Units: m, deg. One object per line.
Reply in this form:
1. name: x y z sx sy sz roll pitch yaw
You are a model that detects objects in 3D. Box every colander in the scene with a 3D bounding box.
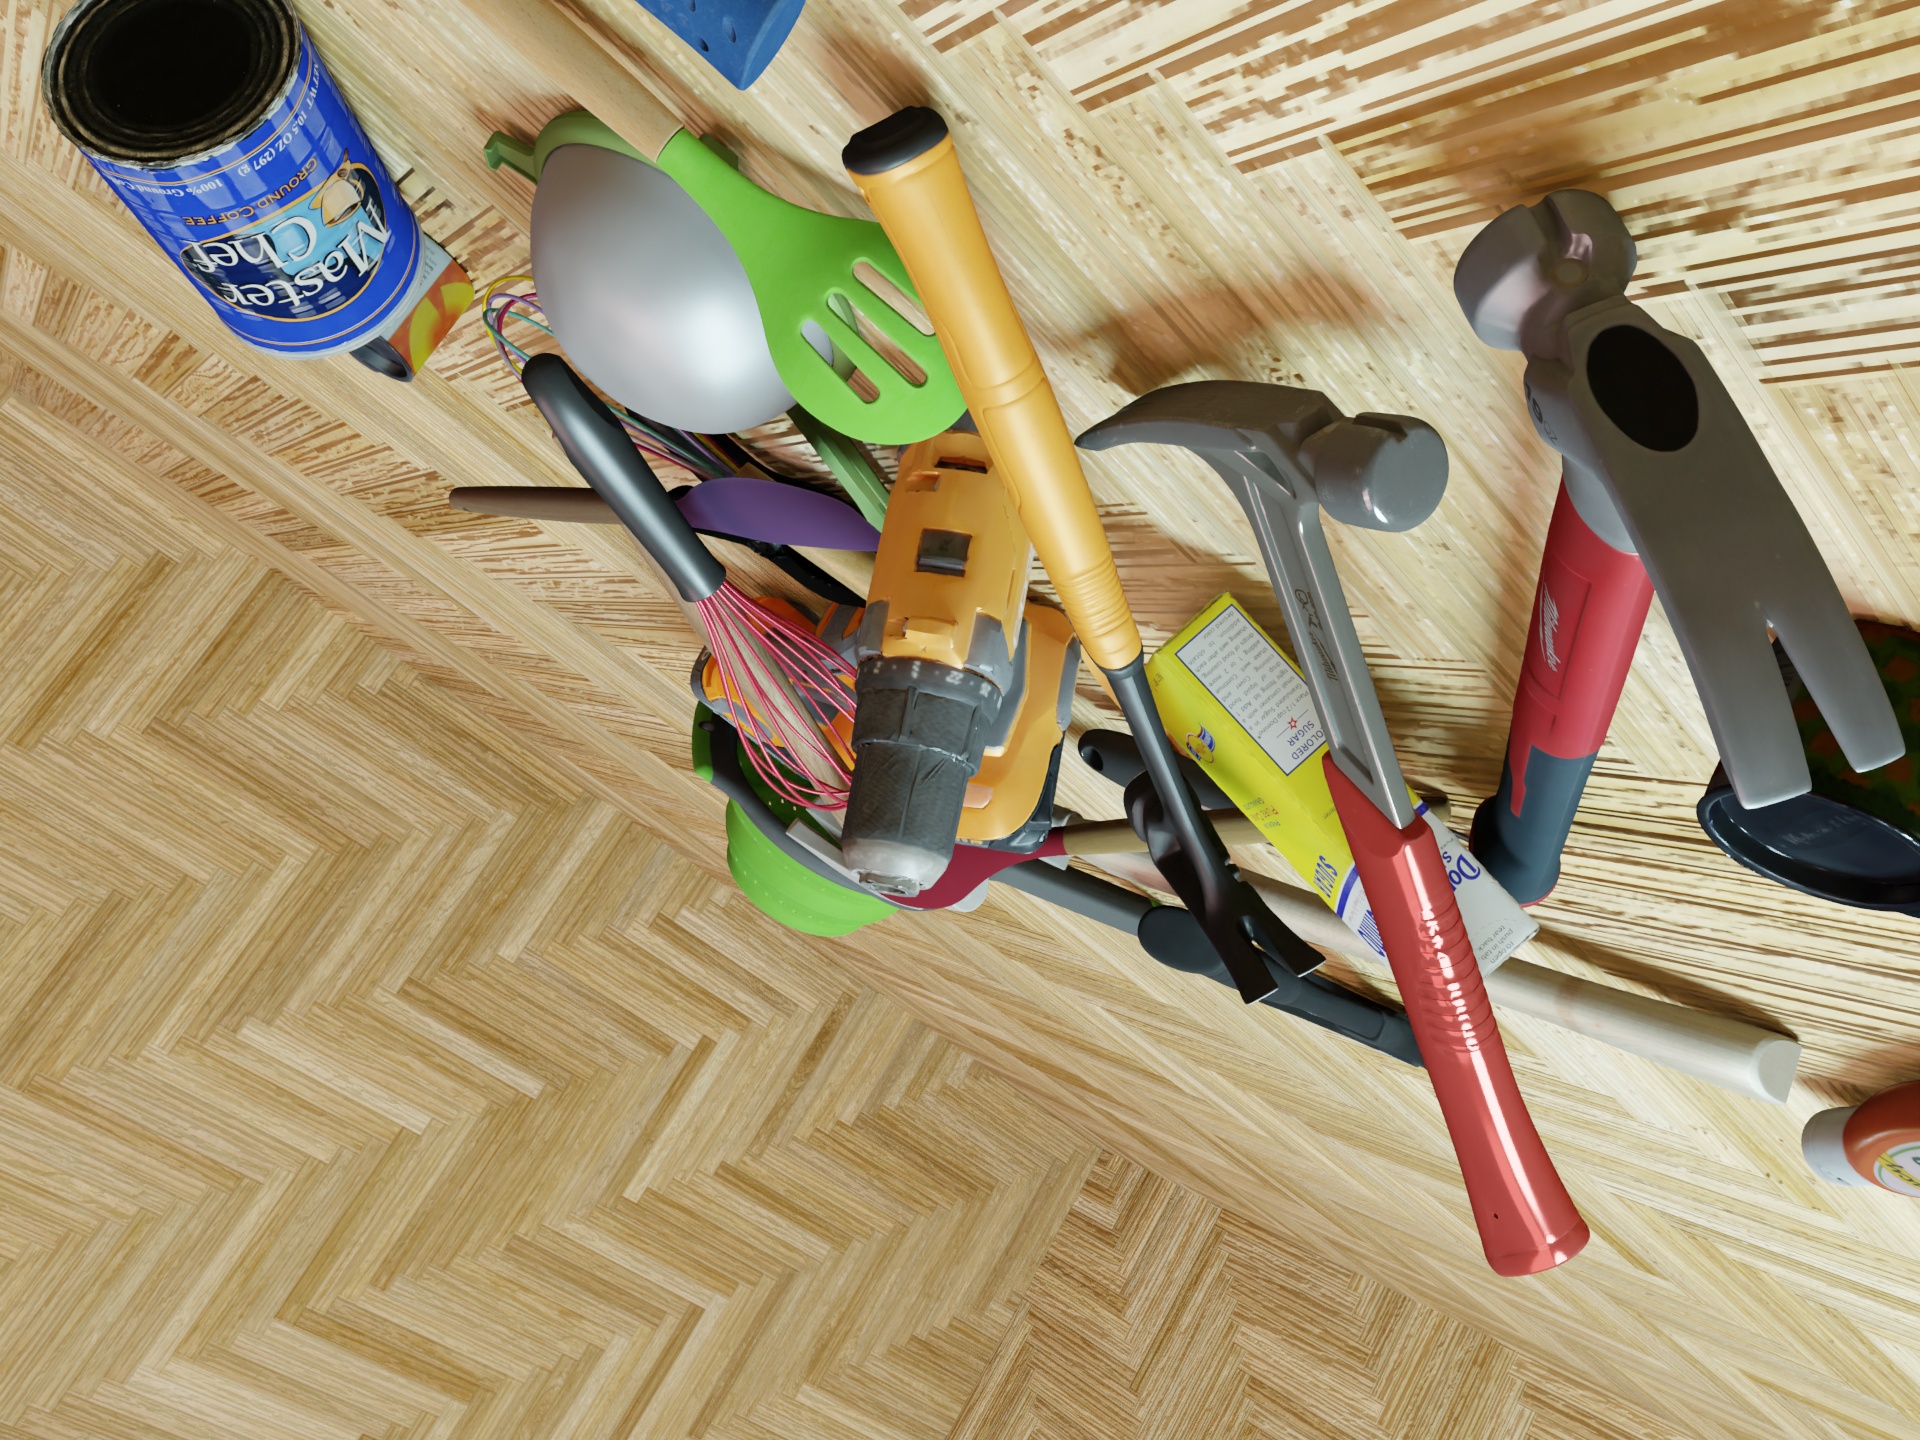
1. colander: -0.023 0.111 1.119 0.396 0.094 0.205 24 -154 -19

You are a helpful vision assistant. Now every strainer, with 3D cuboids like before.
1. strainer: -0.095 -0.132 0.664 0.152 0.069 0.256 19 159 40

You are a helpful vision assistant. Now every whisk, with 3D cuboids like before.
1. whisk: 0.156 0.049 0.776 0.239 0.055 0.055 23 163 32
2. whisk: -0.107 -0.049 0.723 0.073 0.073 0.295 18 152 42
3. whisk: -0.123 -0.128 0.750 0.245 0.047 0.051 35 -170 -4

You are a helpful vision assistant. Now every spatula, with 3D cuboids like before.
1. spatula: -0.157 -0.103 0.766 0.316 0.018 0.059 9 160 41

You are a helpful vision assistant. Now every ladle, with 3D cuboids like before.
1. ladle: 0.077 0.057 0.776 0.315 0.031 0.069 -7 113 26

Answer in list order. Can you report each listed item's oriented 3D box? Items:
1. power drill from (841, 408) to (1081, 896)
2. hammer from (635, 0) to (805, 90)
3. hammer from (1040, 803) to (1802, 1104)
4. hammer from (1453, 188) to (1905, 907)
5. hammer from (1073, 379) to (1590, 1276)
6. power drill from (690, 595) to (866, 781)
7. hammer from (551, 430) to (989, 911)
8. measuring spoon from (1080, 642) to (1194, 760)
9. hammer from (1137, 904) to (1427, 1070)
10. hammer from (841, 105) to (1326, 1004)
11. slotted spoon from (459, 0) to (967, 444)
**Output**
1. power drill: -0.001 -0.002 0.677 0.084 0.185 0.226 8 164 8
2. hammer: -0.218 -0.305 0.420 0.405 0.035 0.144 35 165 -10
3. hammer: 0.208 0.111 0.826 0.411 0.038 0.146 18 173 24
4. hammer: 0.193 0.012 0.496 0.386 0.038 0.143 55 -163 -64
5. hammer: 0.147 0.052 0.551 0.149 0.037 0.358 26 144 60
6. power drill: -0.050 -0.012 0.948 0.164 0.084 0.226 40 159 -26
7. hammer: -0.111 -0.025 0.862 0.130 0.031 0.331 -1 129 54
8. measuring spoon: 0.095 -0.005 0.814 0.021 0.011 0.116 5 147 48
9. hammer: 0.193 0.158 0.951 0.146 0.035 0.334 20 175 38
10. hammer: 0.044 -0.046 0.548 0.336 0.034 0.127 62 179 -35
11. slotted spoon: -0.117 -0.205 0.522 0.313 0.070 0.031 40 -169 -9
